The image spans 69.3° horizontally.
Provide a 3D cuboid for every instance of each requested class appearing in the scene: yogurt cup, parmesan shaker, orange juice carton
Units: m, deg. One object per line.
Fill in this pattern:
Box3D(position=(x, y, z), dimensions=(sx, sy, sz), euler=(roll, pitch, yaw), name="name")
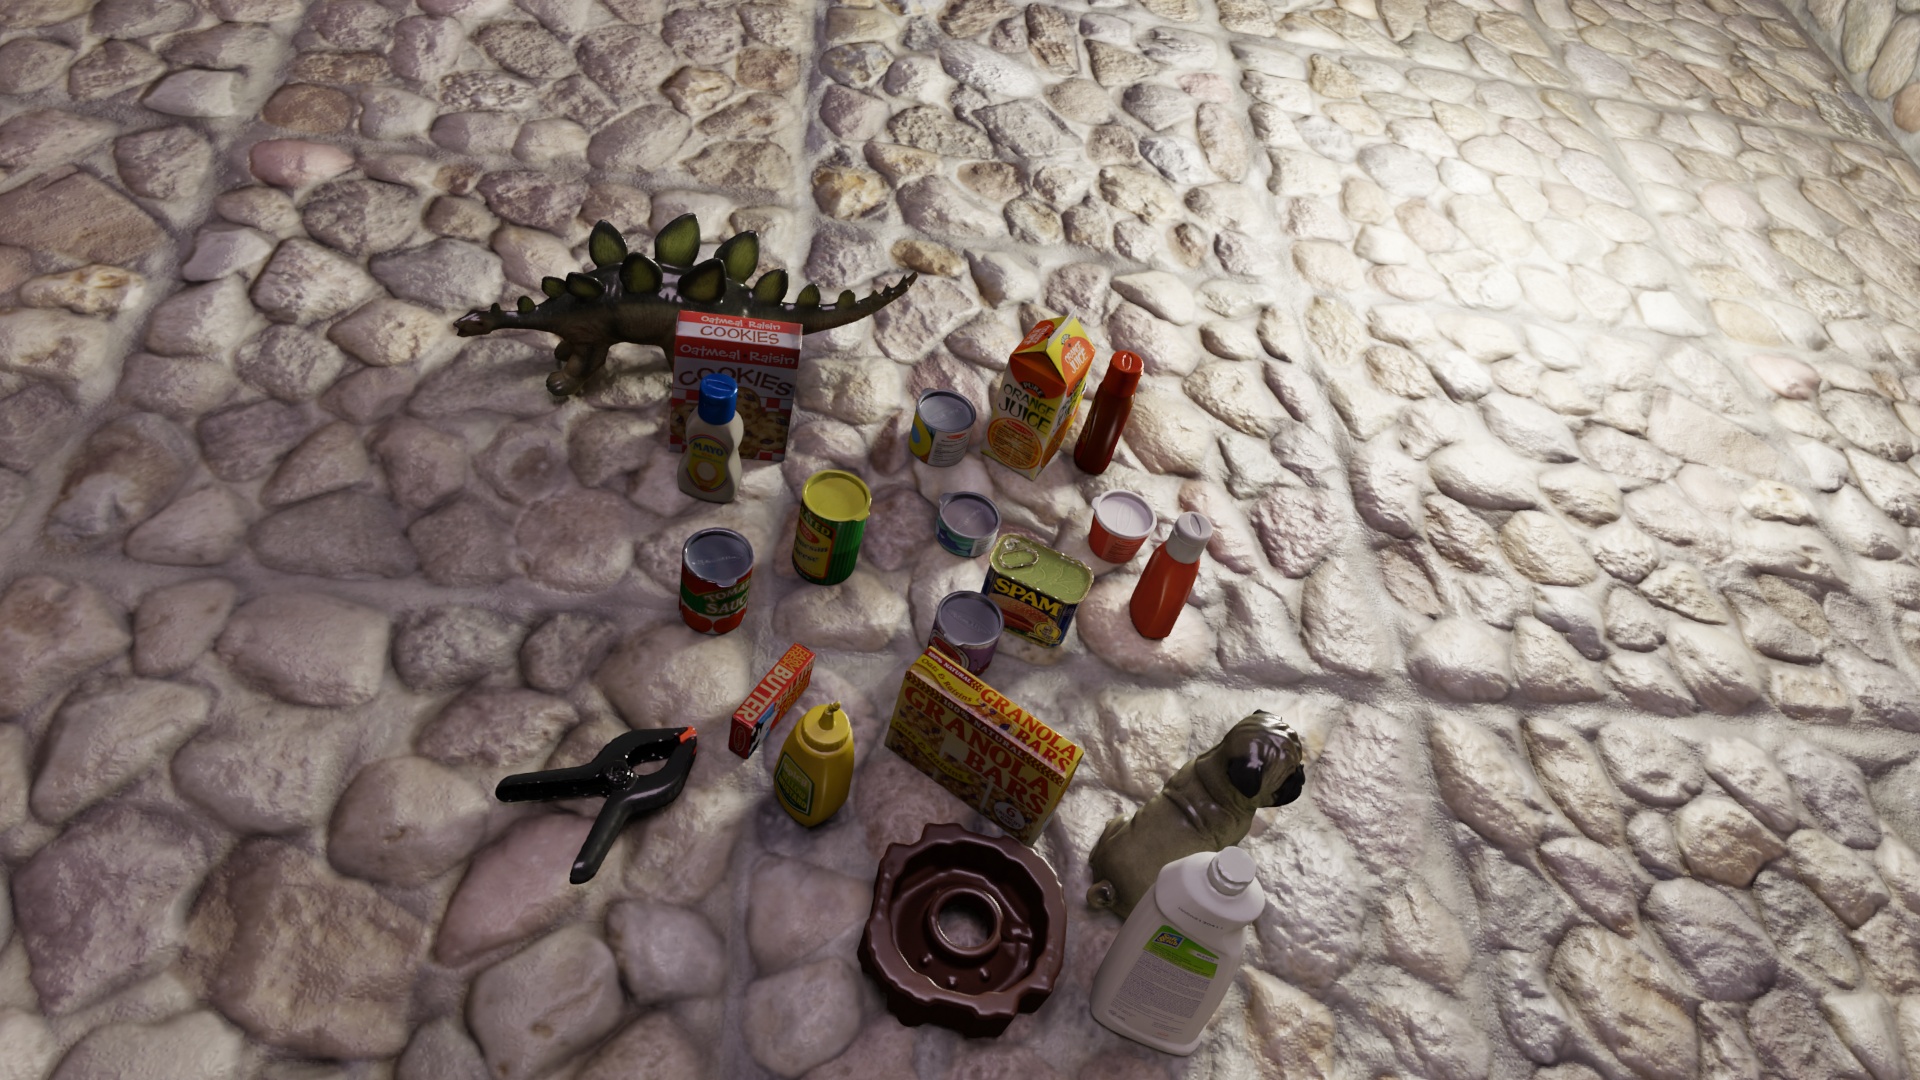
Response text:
Box3D(position=(0.169, -0.012, 1.483), dimensions=(0.072, 0.053, 0.073), euler=(8, 48, -9), name="yogurt cup")
Box3D(position=(-0.127, -0.010, 1.369), dimensions=(0.071, 0.102, 0.072), euler=(8, 48, -9), name="parmesan shaker")
Box3D(position=(0.087, -0.163, 1.500), dimensions=(0.073, 0.191, 0.072), euler=(30, 49, 11), name="orange juice carton")

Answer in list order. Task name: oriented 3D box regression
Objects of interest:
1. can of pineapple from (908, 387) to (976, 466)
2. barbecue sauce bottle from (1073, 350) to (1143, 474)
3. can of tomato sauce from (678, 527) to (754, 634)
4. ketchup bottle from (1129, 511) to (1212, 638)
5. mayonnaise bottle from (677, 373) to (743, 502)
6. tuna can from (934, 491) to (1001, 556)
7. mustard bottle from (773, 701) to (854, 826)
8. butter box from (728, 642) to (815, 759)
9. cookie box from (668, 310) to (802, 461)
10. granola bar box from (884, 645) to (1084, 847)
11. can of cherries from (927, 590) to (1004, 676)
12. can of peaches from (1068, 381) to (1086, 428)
Box3D(position=(-0.021, -0.125, 1.528), dimensions=(0.071, 0.057, 0.071), euler=(8, 48, -9), name="can of pineapple")
Box3D(position=(0.164, -0.143, 1.533), dimensions=(0.044, 0.147, 0.065), euler=(15, 48, -2), name="barbecue sauce bottle")
Box3D(position=(-0.230, 0.041, 1.311), dimensions=(0.071, 0.082, 0.071), euler=(8, 48, -9), name="can of tomato sauce")
Box3D(position=(0.211, 0.032, 1.392), dimensions=(0.043, 0.148, 0.065), euler=(2, 50, -14), name="ketchup bottle")
Box3D(position=(-0.247, -0.102, 1.387), dimensions=(0.065, 0.147, 0.041), euler=(16, 48, -1), name="mayonnaise bottle")
Box3D(position=(0.005, -0.018, 1.459), dimensions=(0.071, 0.032, 0.071), euler=(8, 48, -9), name="tuna can")
Box3D(position=(-0.120, 0.180, 1.167), dimensions=(0.049, 0.159, 0.065), euler=(-32, 64, -35), name="mustard bottle")
Box3D(position=(-0.171, 0.144, 1.257), dimensions=(0.024, 0.052, 0.104), euler=(29, 49, 11), name="butter box")
Box3D(position=(-0.233, -0.156, 1.425), dimensions=(0.123, 0.166, 0.040), euler=(5, 49, -11), name="cookie box")
Box3D(position=(0.018, 0.183, 1.226), dimensions=(0.166, 0.123, 0.039), euler=(33, 50, 14), name="granola bar box")
Box3D(position=(0.002, 0.093, 1.344), dimensions=(0.071, 0.058, 0.072), euler=(8, 48, -9), name="can of cherries")
Box3D(position=(0.107, -0.166, 1.598), dimensions=(0.071, 0.057, 0.071), euler=(8, 48, -9), name="can of peaches")
